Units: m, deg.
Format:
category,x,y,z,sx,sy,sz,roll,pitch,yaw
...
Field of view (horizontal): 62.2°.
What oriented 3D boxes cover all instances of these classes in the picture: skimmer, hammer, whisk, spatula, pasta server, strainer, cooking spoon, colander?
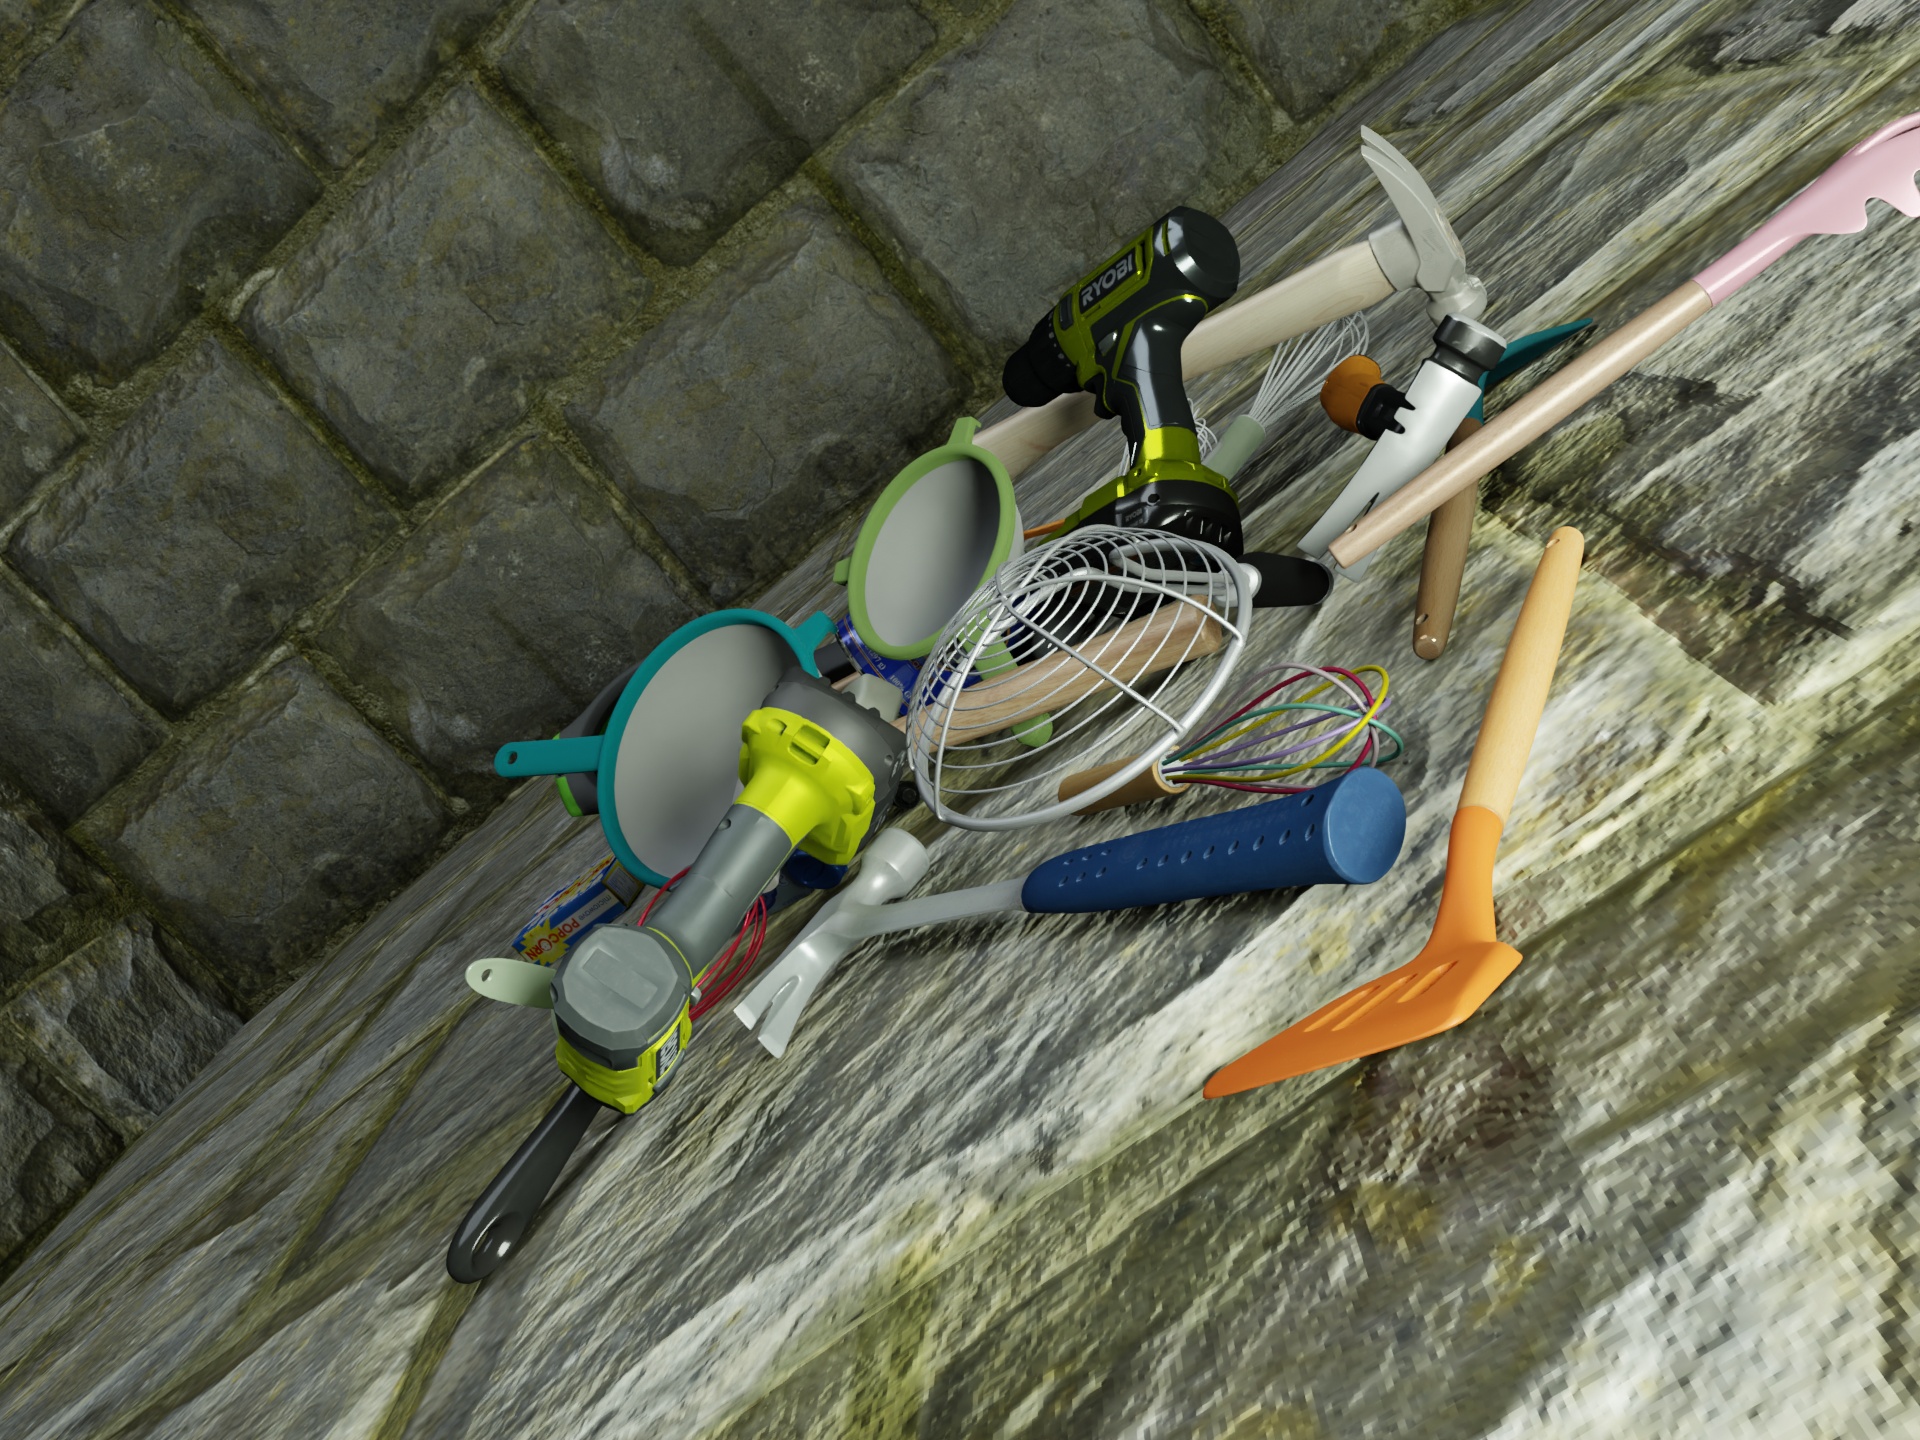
category,x,y,z,sx,sy,sz,roll,pitch,yaw
skimmer,0.098,-0.026,0.632,0.127,0.090,0.363,-23,-7,28
hammer,0.027,0.079,0.693,0.144,0.035,0.405,-48,15,-31
whisk,0.104,0.016,0.673,0.245,0.051,0.047,156,125,-66
spatula,0.246,-0.118,0.755,0.082,0.044,0.318,-30,21,39
pasta server,0.295,-0.158,0.678,0.316,0.040,0.060,-36,13,11
hammer,-0.001,-0.003,0.923,0.331,0.031,0.130,-21,48,28
hammer,0.224,-0.165,0.878,0.127,0.034,0.337,-60,1,17
whisk,0.210,-0.213,1.125,0.246,0.059,0.058,-49,3,-16
spatula,0.165,0.012,0.508,0.081,0.041,0.323,-30,15,42
strainer,-0.212,0.035,1.204,0.340,0.095,0.211,-4,70,36
cooking spoon,-0.058,-0.040,1.238,0.319,0.017,0.068,-28,-9,2
whisk,-0.199,0.193,0.921,0.073,0.073,0.296,-26,25,49
strainer,0.017,-0.068,1.020,0.151,0.069,0.257,-48,45,21
colander,-0.140,-0.003,1.343,0.397,0.094,0.205,-24,43,-5
hammer,0.137,-0.252,1.097,0.410,0.146,0.038,-21,42,33
whisk,0.114,-0.135,1.129,0.070,0.070,0.285,-26,24,49

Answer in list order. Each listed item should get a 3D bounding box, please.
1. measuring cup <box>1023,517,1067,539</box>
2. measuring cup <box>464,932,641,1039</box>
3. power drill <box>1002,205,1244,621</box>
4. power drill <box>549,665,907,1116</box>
category,x,y,z,sx,sy,sz,roll,pitch,yaw
measuring cup,0.054,-0.124,1.281,0.173,0.052,0.095,-20,-10,-11
measuring cup,-0.210,0.139,0.833,0.038,0.167,0.083,15,81,30
power drill,0.097,-0.185,1.005,0.190,0.080,0.229,-28,56,47
power drill,-0.123,0.095,0.819,0.223,0.080,0.171,-54,-8,-28
